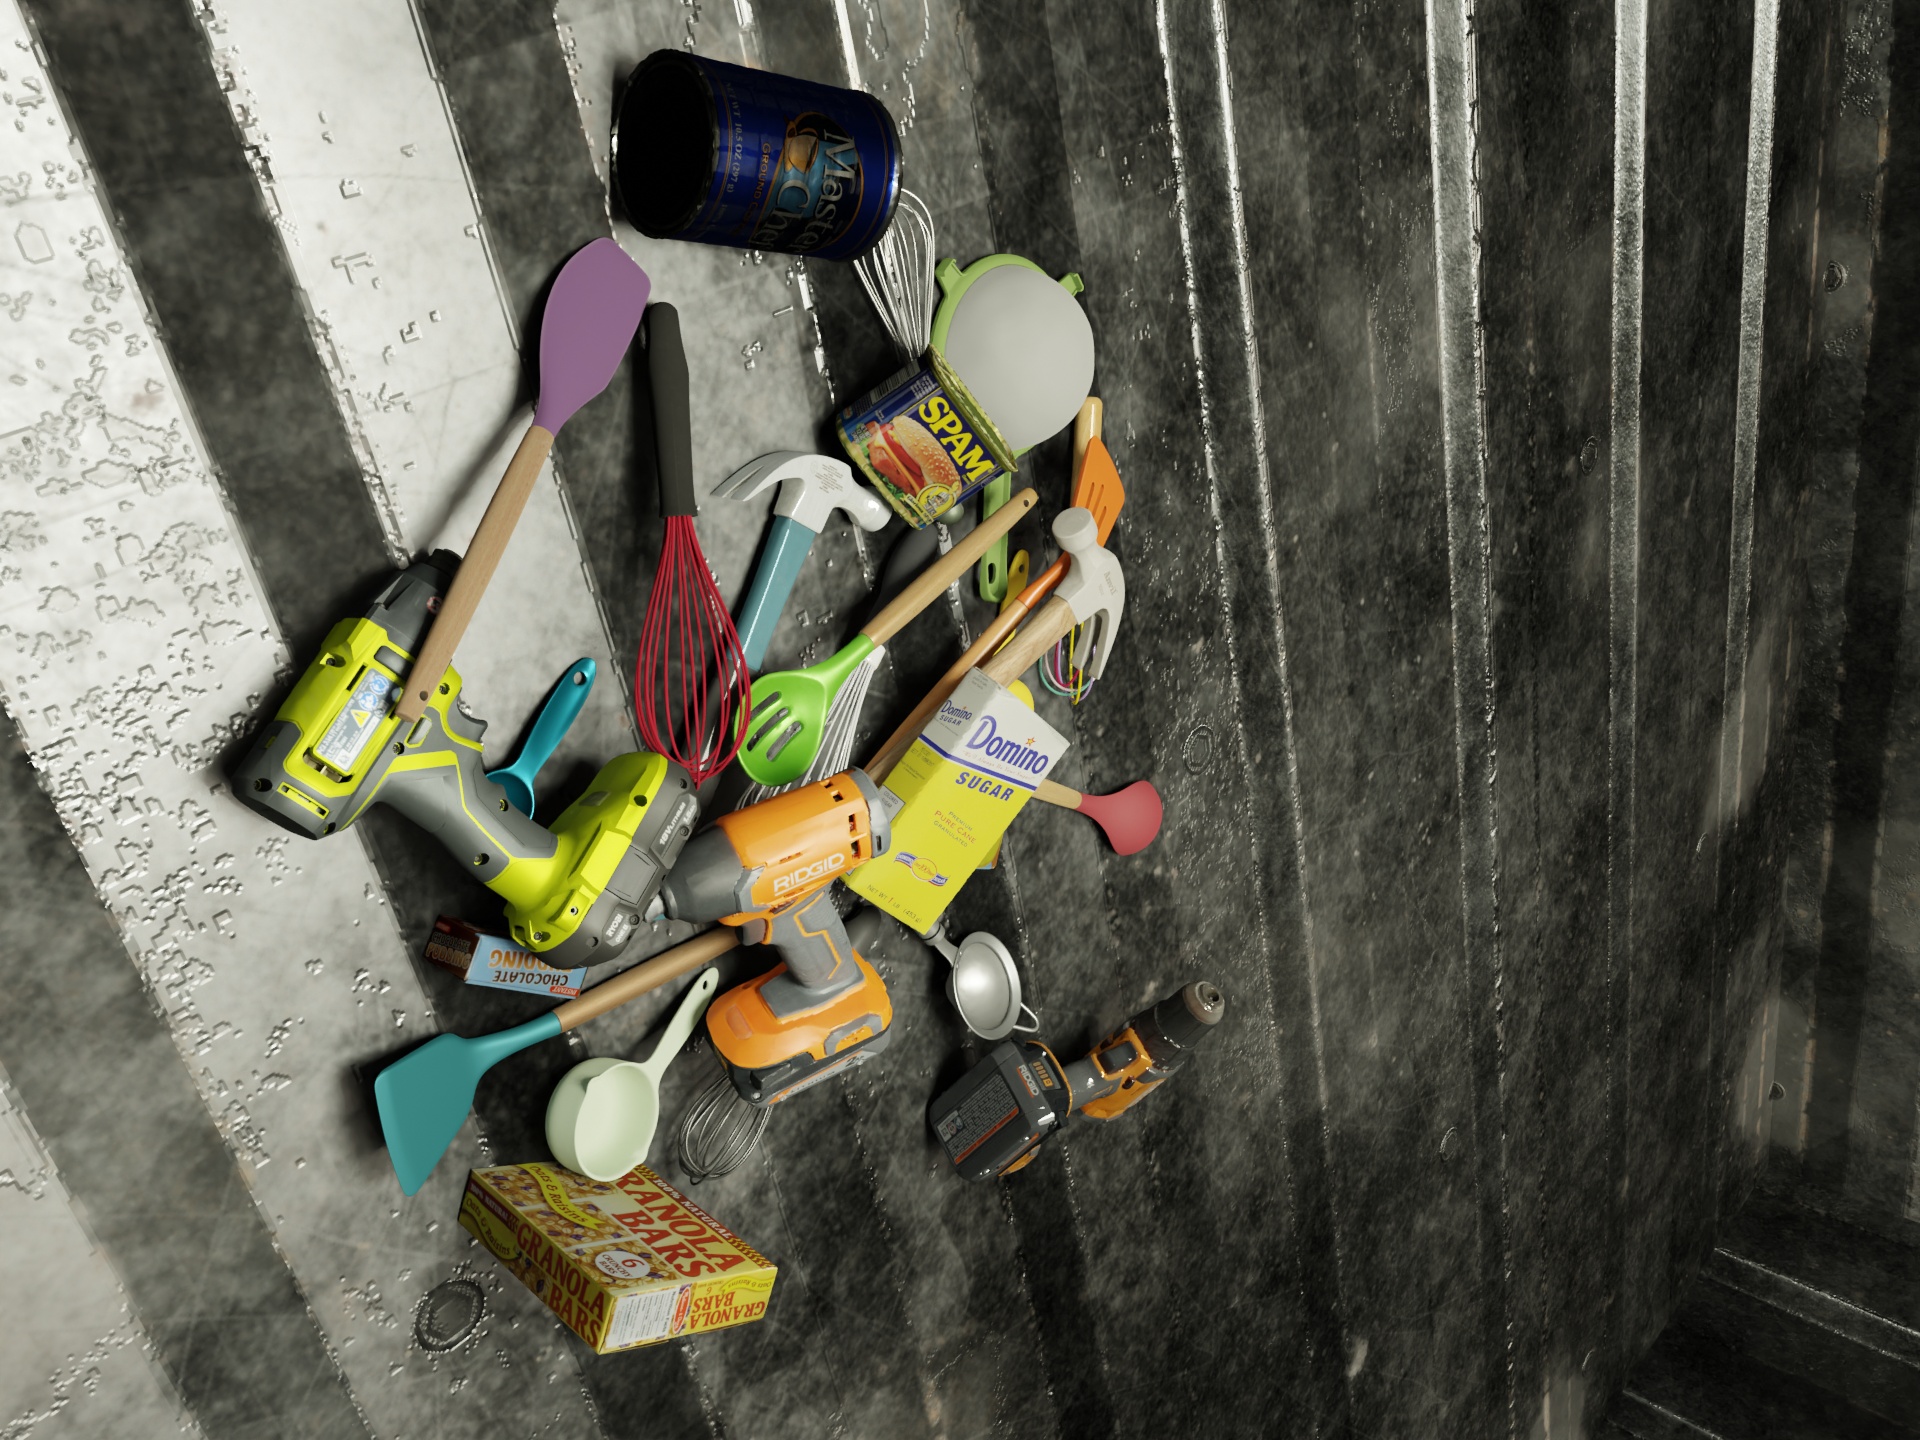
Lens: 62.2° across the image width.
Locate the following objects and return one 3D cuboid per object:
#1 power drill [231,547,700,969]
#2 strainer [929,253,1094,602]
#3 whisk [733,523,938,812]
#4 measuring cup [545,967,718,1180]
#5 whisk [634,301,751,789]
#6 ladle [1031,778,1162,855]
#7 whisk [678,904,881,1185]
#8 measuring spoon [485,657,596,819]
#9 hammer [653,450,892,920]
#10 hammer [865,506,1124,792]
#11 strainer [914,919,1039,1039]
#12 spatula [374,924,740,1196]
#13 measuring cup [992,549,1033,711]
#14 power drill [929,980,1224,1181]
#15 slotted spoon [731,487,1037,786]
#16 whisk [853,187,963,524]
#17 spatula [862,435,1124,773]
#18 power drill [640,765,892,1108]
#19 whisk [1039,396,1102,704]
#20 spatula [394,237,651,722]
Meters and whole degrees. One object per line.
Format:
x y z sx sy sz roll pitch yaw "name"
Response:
-0.264 0.026 0.894 0.223 0.080 0.171 41 64 -32 "power drill"
0.048 -0.211 1.172 0.151 0.069 0.256 -9 107 -45 "strainer"
-0.079 -0.019 1.110 0.070 0.070 0.285 42 67 -44 "whisk"
-0.217 0.228 1.062 0.168 0.038 0.083 -58 139 -40 "measuring cup"
-0.170 -0.105 0.967 0.073 0.073 0.296 -8 95 -45 "whisk"
0.079 0.059 1.321 0.315 0.031 0.069 20 88 -46 "ladle"
-0.126 0.229 1.145 0.239 0.055 0.055 -55 134 -26 "whisk"
-0.259 0.015 0.964 0.042 0.021 0.129 44 60 -34 "measuring spoon"
-0.149 -0.024 1.050 0.128 0.033 0.331 27 82 -48 "hammer"
-0.002 -0.004 1.160 0.331 0.031 0.129 -44 137 -11 "hammer"
-0.019 0.169 1.241 0.258 0.050 0.087 53 39 -34 "strainer"
-0.232 0.187 1.020 0.317 0.044 0.082 -25 115 -41 "spatula"
0.042 -0.055 1.242 0.062 0.029 0.156 2 102 -47 "measuring cup"
0.107 0.291 1.322 0.226 0.084 0.185 -6 147 -45 "power drill"
-0.047 -0.068 1.093 0.314 0.031 0.070 -45 117 -27 "slotted spoon"
-0.030 -0.247 1.104 0.059 0.058 0.246 -15 121 -5 "whisk"
0.024 -0.072 1.193 0.322 0.041 0.080 -49 143 -8 "spatula"
-0.124 0.146 1.029 0.164 0.084 0.226 -21 134 -23 "power drill"
0.095 -0.134 1.273 0.047 0.051 0.245 -17 111 -65 "whisk"
-0.244 -0.140 0.882 0.059 0.018 0.316 41 57 -43 "spatula"
